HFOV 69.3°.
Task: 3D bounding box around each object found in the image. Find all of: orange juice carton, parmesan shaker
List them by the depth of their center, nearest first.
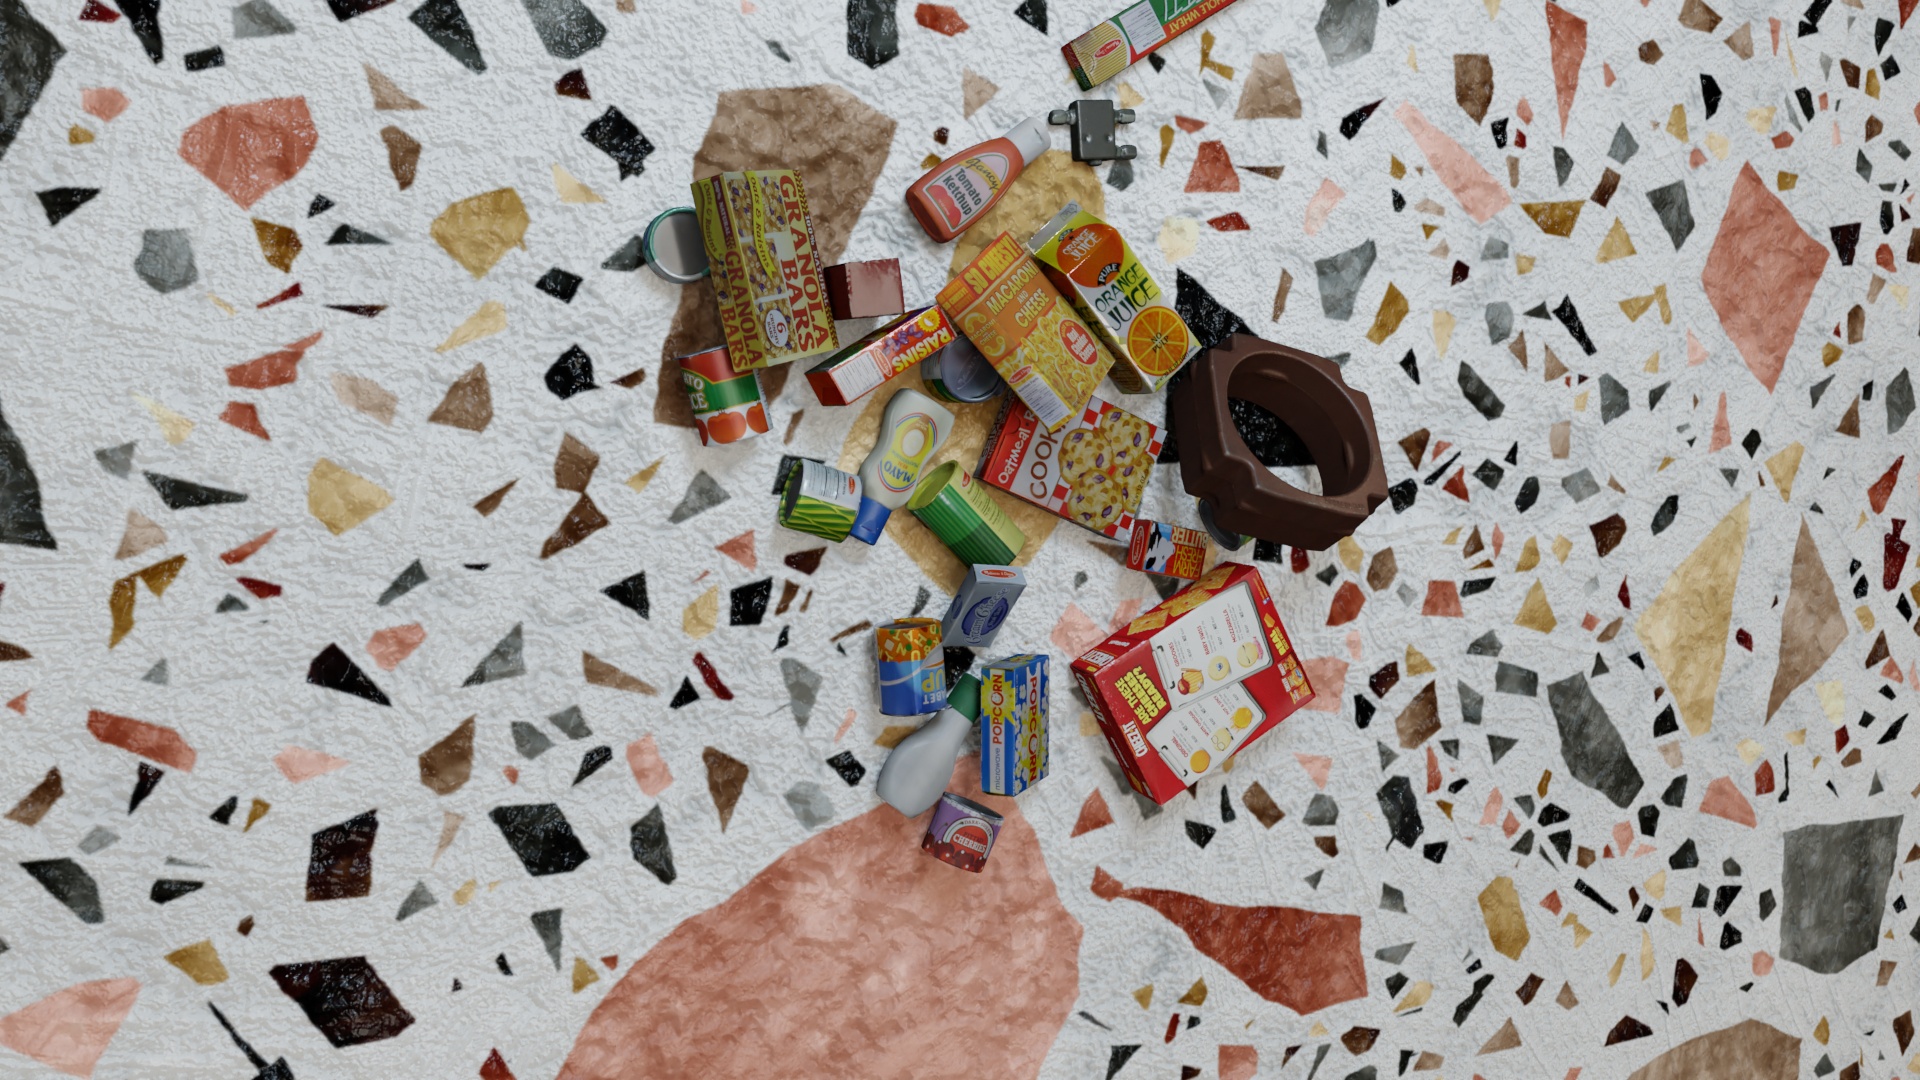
[{"bbox_3d":[0.005,-0.017,1.334,0.071,0.071,0.103,-47,110,-11],"label":"parmesan shaker"},{"bbox_3d":[0.144,-0.239,1.368,0.072,0.073,0.192,-44,108,-12],"label":"orange juice carton"}]

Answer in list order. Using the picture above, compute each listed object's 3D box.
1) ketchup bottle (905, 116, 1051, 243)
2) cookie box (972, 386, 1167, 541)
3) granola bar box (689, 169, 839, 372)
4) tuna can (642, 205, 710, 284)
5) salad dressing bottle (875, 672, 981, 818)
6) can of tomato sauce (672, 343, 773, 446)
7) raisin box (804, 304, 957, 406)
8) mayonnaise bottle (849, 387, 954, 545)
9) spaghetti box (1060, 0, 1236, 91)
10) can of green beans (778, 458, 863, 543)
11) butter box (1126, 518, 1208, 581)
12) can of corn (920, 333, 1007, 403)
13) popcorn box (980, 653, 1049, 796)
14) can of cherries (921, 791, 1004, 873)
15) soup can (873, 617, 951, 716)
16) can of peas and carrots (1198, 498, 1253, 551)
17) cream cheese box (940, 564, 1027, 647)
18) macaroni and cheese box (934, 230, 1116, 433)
[{"bbox_3d":[0.021,-0.349,1.326,0.149,0.043,0.064,-40,107,-14],"label":"ketchup bottle"},{"bbox_3d":[0.110,-0.086,1.386,0.167,0.040,0.123,23,86,-22],"label":"cookie box"},{"bbox_3d":[-0.170,-0.239,1.225,0.125,0.039,0.165,-30,110,-60],"label":"granola bar box"},{"bbox_3d":[-0.246,-0.264,1.232,0.071,0.033,0.071,-2,96,-21],"label":"tuna can"},{"bbox_3d":[-0.023,0.199,1.358,0.064,0.044,0.148,40,78,-18],"label":"salad dressing bottle"},{"bbox_3d":[-0.211,-0.131,1.240,0.071,0.071,0.083,-18,102,-19],"label":"can of tomato sauce"},{"bbox_3d":[-0.074,-0.170,1.281,0.124,0.086,0.040,-34,105,-16],"label":"raisin box"},{"bbox_3d":[-0.064,-0.068,1.318,0.065,0.041,0.148,29,83,-22],"label":"mayonnaise bottle"},{"bbox_3d":[0.212,-0.531,1.393,0.251,0.028,0.050,-35,106,-15],"label":"spaghetti box"},{"bbox_3d":[-0.129,-0.036,1.281,0.058,0.071,0.071,17,89,-21],"label":"can of green beans"},{"bbox_3d":[0.214,0.010,1.425,0.103,0.024,0.053,10,91,-45],"label":"butter box"},{"bbox_3d":[0.004,-0.163,1.327,0.071,0.058,0.071,-2,96,-22],"label":"can of corn"},{"bbox_3d":[0.055,0.180,1.365,0.085,0.038,0.126,-10,101,-62],"label":"popcorn box"},{"bbox_3d":[0.003,0.286,1.359,0.071,0.071,0.058,25,86,-22],"label":"can of cherries"},{"bbox_3d":[-0.045,0.120,1.327,0.071,0.071,0.083,-7,97,-21],"label":"soup can"},{"bbox_3d":[0.292,-0.032,1.447,0.059,0.071,0.071,-32,106,-17],"label":"can of peas and carrots"},{"bbox_3d":[0.020,0.064,1.338,0.053,0.103,0.024,4,48,-23],"label":"cream cheese box"},{"bbox_3d":[0.063,-0.198,1.311,0.166,0.040,0.124,48,39,-9],"label":"macaroni and cheese box"}]
